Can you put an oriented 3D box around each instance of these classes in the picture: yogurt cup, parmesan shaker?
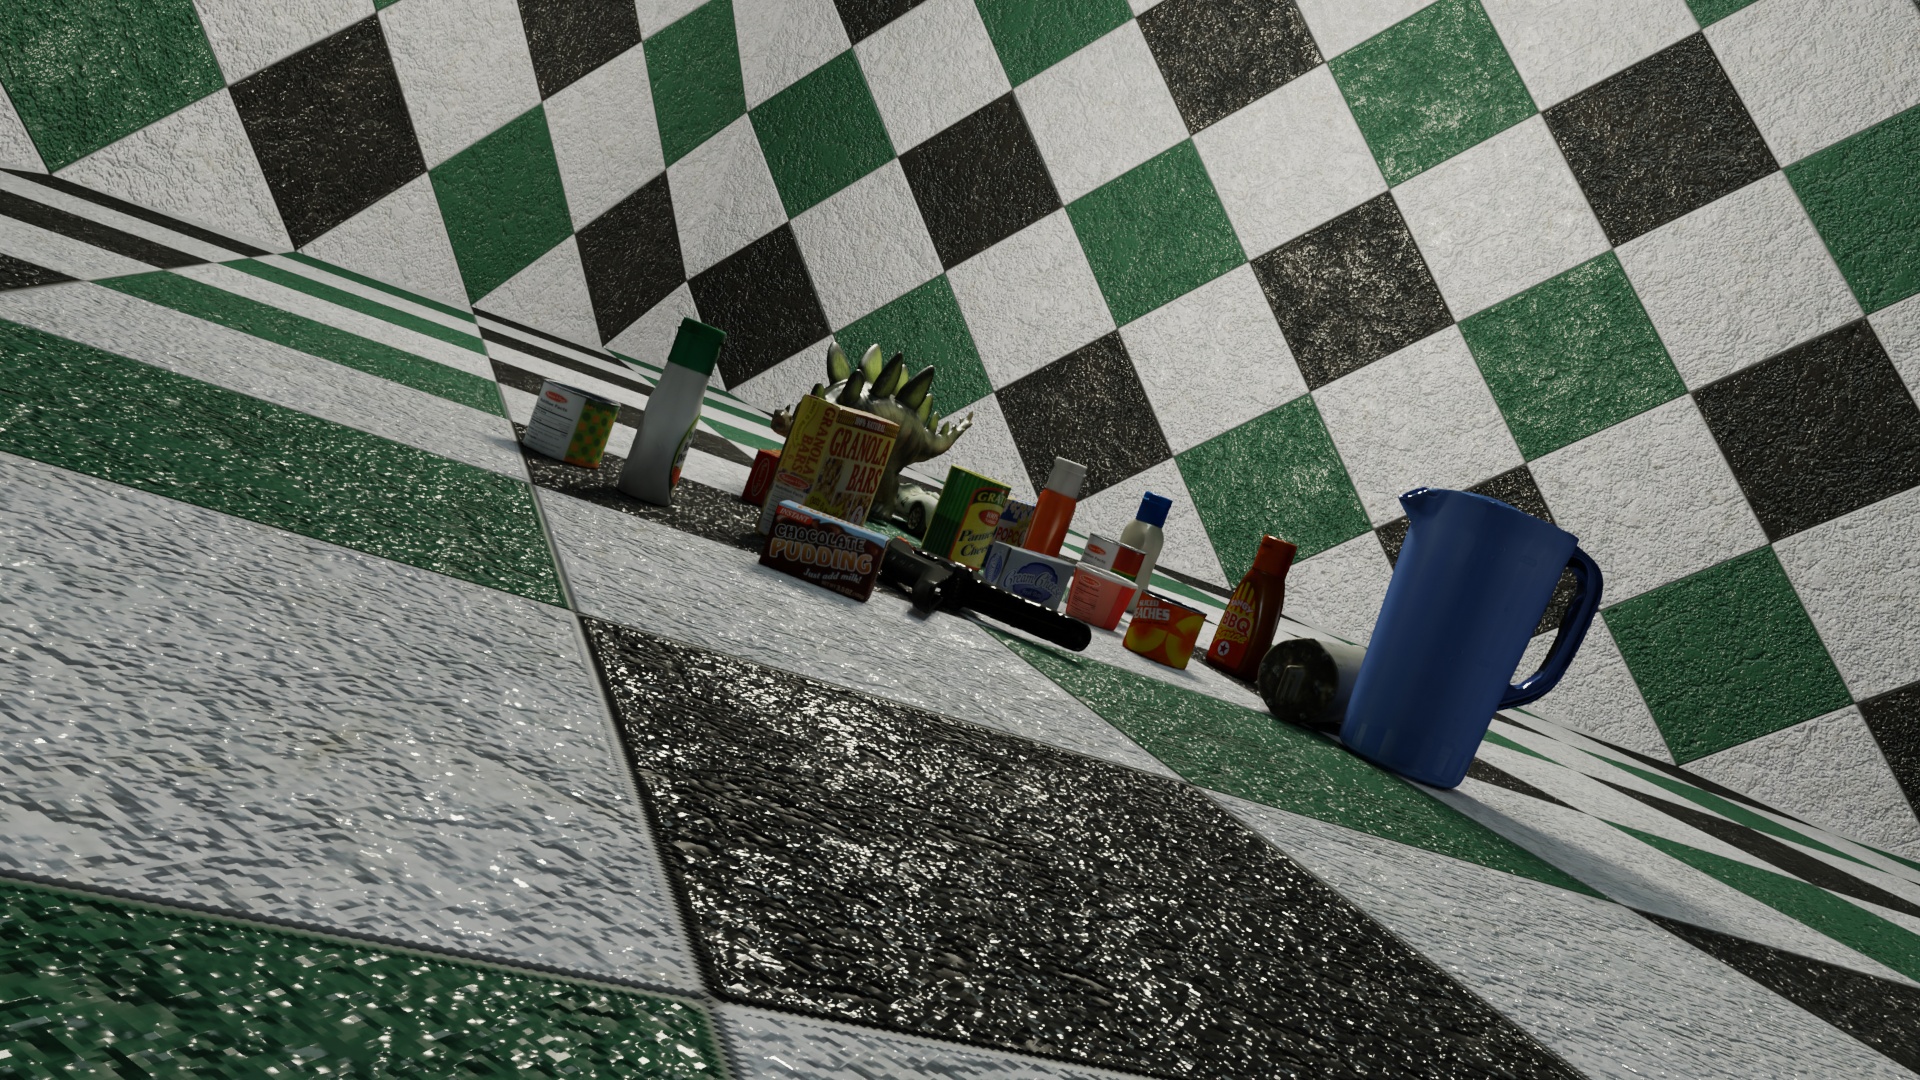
[{"bbox_3d":[0.143,0.059,1.431,0.072,0.054,0.072,20,4,-1],"label":"yogurt cup"},{"bbox_3d":[0.005,-0.018,1.416,0.071,0.103,0.071,21,4,-1],"label":"parmesan shaker"}]

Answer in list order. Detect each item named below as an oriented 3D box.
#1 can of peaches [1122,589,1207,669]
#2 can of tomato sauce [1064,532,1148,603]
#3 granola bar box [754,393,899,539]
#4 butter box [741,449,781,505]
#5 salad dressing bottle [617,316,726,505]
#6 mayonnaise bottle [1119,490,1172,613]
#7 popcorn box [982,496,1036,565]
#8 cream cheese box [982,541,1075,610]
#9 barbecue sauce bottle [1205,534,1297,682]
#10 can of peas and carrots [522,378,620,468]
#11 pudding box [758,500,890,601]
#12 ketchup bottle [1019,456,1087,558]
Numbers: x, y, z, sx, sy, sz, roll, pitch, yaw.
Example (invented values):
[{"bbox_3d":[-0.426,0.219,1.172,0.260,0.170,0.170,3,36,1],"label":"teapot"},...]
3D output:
[{"bbox_3d":[0.193,0.084,1.325,0.071,0.058,0.071,21,4,-1],"label":"can of peaches"},{"bbox_3d":[0.161,0.041,1.538,0.071,0.083,0.071,21,4,-1],"label":"can of tomato sauce"},{"bbox_3d":[-0.114,-0.057,1.213,0.039,0.124,0.165,22,4,13],"label":"granola bar box"},{"bbox_3d":[-0.193,-0.064,1.403,0.024,0.053,0.103,21,4,2],"label":"butter box"},{"bbox_3d":[-0.228,-0.103,1.106,0.044,0.147,0.064,20,4,-7],"label":"salad dressing bottle"},{"bbox_3d":[0.221,0.013,1.720,0.041,0.148,0.065,18,4,-30],"label":"mayonnaise bottle"},{"bbox_3d":[0.050,-0.011,1.646,0.038,0.085,0.127,23,5,29],"label":"popcorn box"},{"bbox_3d":[0.065,0.037,1.349,0.024,0.053,0.104,24,6,43],"label":"cream cheese box"},{"bbox_3d":[0.307,0.069,1.445,0.044,0.148,0.065,18,5,-31],"label":"barbecue sauce bottle"},{"bbox_3d":[-0.327,-0.098,1.173,0.071,0.058,0.071,21,4,-1],"label":"can of peas and carrots"},{"bbox_3d":[-0.098,0.007,1.005,0.084,0.049,0.030,21,4,0],"label":"pudding box"},{"bbox_3d":[0.098,-0.017,1.532,0.043,0.148,0.065,21,4,11],"label":"ketchup bottle"}]
